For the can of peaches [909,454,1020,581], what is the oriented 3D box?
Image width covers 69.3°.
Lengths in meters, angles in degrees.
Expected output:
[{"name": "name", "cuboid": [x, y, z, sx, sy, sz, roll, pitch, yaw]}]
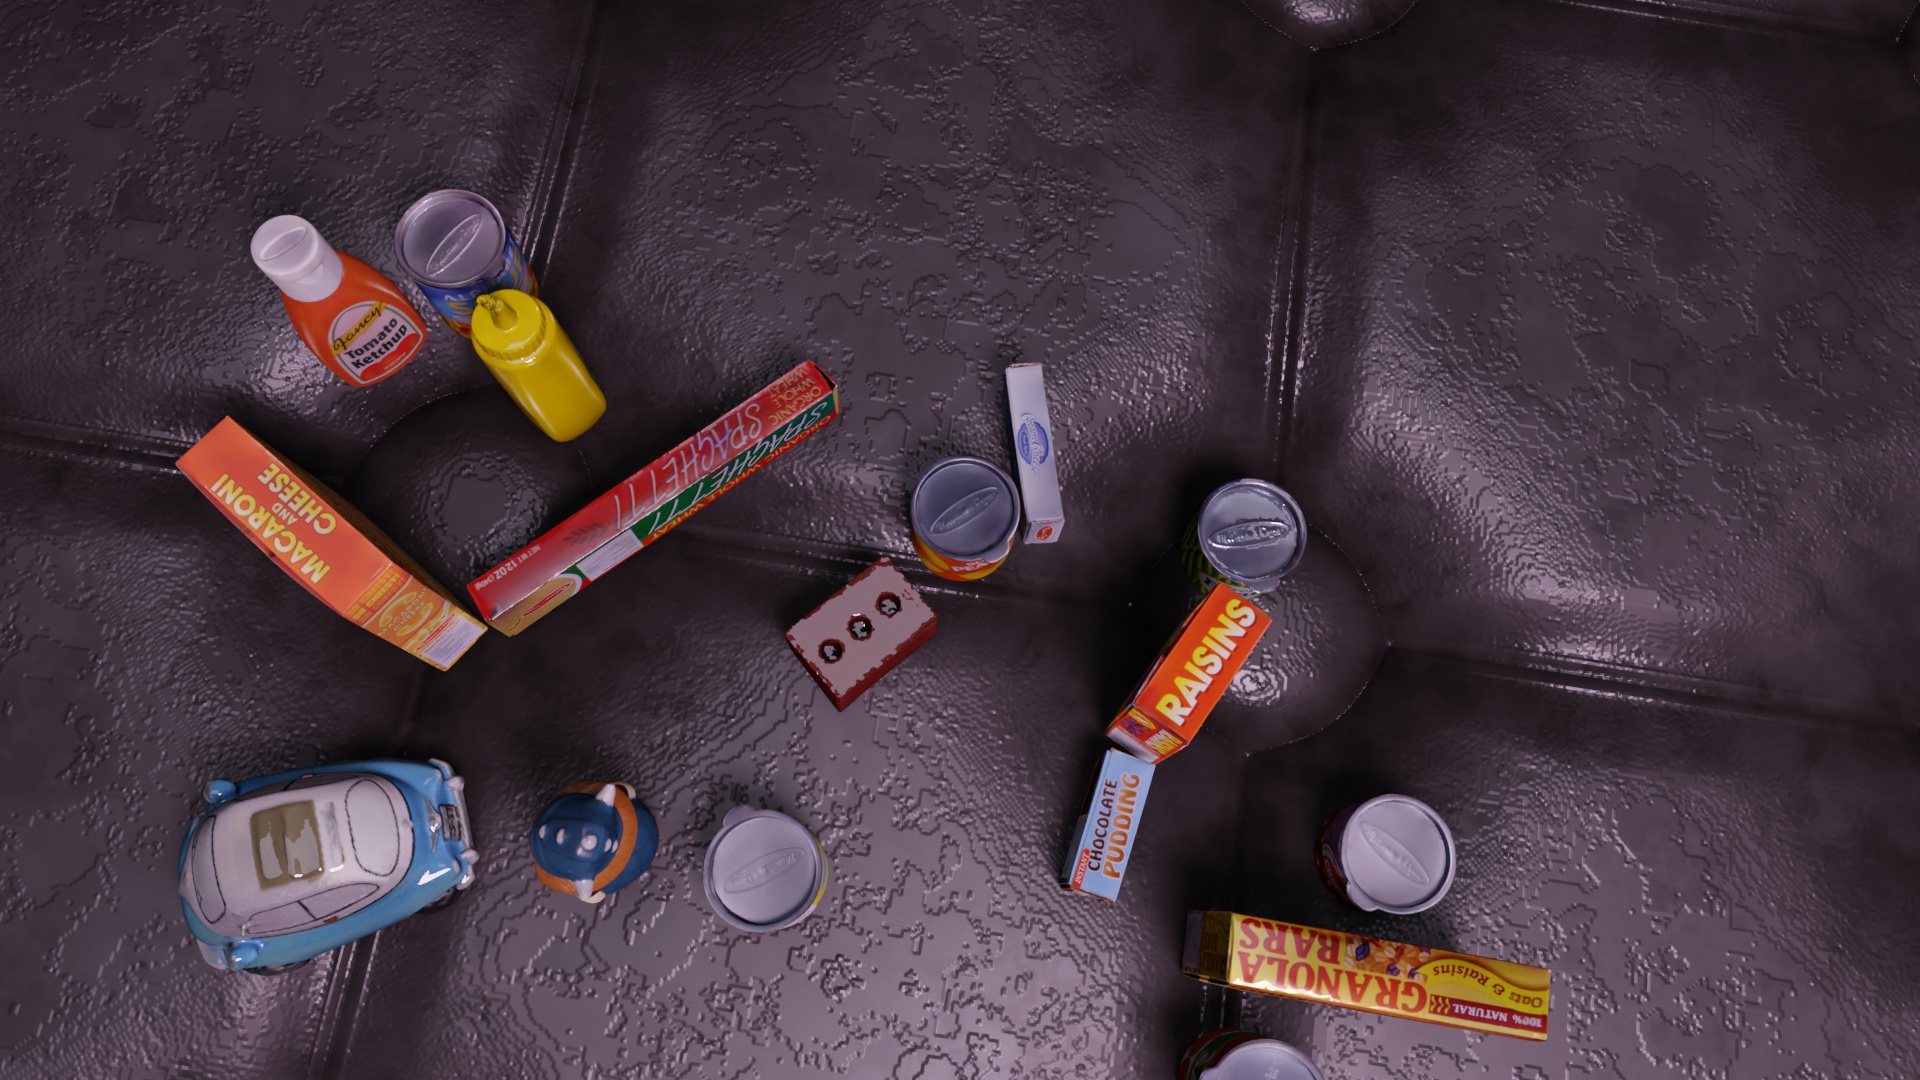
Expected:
[{"name": "can of peaches", "cuboid": [0.003, -0.011, 0.851, 0.071, 0.058, 0.071, 1, 75, -2]}]

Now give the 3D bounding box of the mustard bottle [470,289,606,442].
[{"name": "mustard bottle", "cuboid": [-0.252, -0.108, 0.814, 0.049, 0.160, 0.065, -40, 80, -11]}]

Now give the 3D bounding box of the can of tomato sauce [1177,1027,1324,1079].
[{"name": "can of tomato sauce", "cuboid": [0.156, 0.304, 0.759, 0.071, 0.083, 0.071, 1, 75, -2]}]

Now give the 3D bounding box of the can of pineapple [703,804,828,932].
[{"name": "can of pineapple", "cuboid": [-0.110, 0.187, 0.793, 0.071, 0.057, 0.071, 1, 75, -2]}]

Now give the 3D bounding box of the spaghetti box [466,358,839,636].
[{"name": "spaghetti box", "cuboid": [-0.182, -0.027, 0.852, 0.250, 0.050, 0.029, -36, 79, -11]}]

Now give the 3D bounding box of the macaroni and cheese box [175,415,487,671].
[{"name": "macaroni and cheese box", "cuboid": [-0.344, 0.008, 0.776, 0.124, 0.166, 0.040, 40, 77, 8]}]

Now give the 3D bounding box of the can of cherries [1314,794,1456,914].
[{"name": "can of cherries", "cuboid": [0.243, 0.185, 0.807, 0.071, 0.058, 0.071, 1, 75, -2]}]

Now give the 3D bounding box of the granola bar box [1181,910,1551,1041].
[{"name": "granola bar box", "cuboid": [0.214, 0.236, 0.758, 0.166, 0.124, 0.039, 10, 75, 0]}]

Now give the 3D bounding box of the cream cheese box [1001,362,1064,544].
[{"name": "cream cheese box", "cuboid": [0.044, -0.053, 0.867, 0.024, 0.053, 0.104, -6, 75, -4]}]

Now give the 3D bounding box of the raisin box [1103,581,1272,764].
[{"name": "raisin box", "cuboid": [0.128, 0.079, 0.798, 0.040, 0.123, 0.086, 36, 77, 7]}]

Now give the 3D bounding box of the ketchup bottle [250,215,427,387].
[{"name": "ketchup bottle", "cuboid": [-0.371, -0.143, 0.825, 0.065, 0.148, 0.043, -42, 81, -11]}]

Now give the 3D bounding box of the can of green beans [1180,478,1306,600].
[{"name": "can of green beans", "cuboid": [0.173, 0.001, 0.855, 0.071, 0.057, 0.071, 1, 75, -2]}]

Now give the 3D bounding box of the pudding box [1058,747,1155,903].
[{"name": "pudding box", "cuboid": [0.085, 0.166, 0.810, 0.030, 0.049, 0.084, 18, 75, 3]}]

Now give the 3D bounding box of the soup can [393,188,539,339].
[{"name": "soup can", "cuboid": [-0.304, -0.168, 0.868, 0.071, 0.083, 0.071, 1, 75, -2]}]
